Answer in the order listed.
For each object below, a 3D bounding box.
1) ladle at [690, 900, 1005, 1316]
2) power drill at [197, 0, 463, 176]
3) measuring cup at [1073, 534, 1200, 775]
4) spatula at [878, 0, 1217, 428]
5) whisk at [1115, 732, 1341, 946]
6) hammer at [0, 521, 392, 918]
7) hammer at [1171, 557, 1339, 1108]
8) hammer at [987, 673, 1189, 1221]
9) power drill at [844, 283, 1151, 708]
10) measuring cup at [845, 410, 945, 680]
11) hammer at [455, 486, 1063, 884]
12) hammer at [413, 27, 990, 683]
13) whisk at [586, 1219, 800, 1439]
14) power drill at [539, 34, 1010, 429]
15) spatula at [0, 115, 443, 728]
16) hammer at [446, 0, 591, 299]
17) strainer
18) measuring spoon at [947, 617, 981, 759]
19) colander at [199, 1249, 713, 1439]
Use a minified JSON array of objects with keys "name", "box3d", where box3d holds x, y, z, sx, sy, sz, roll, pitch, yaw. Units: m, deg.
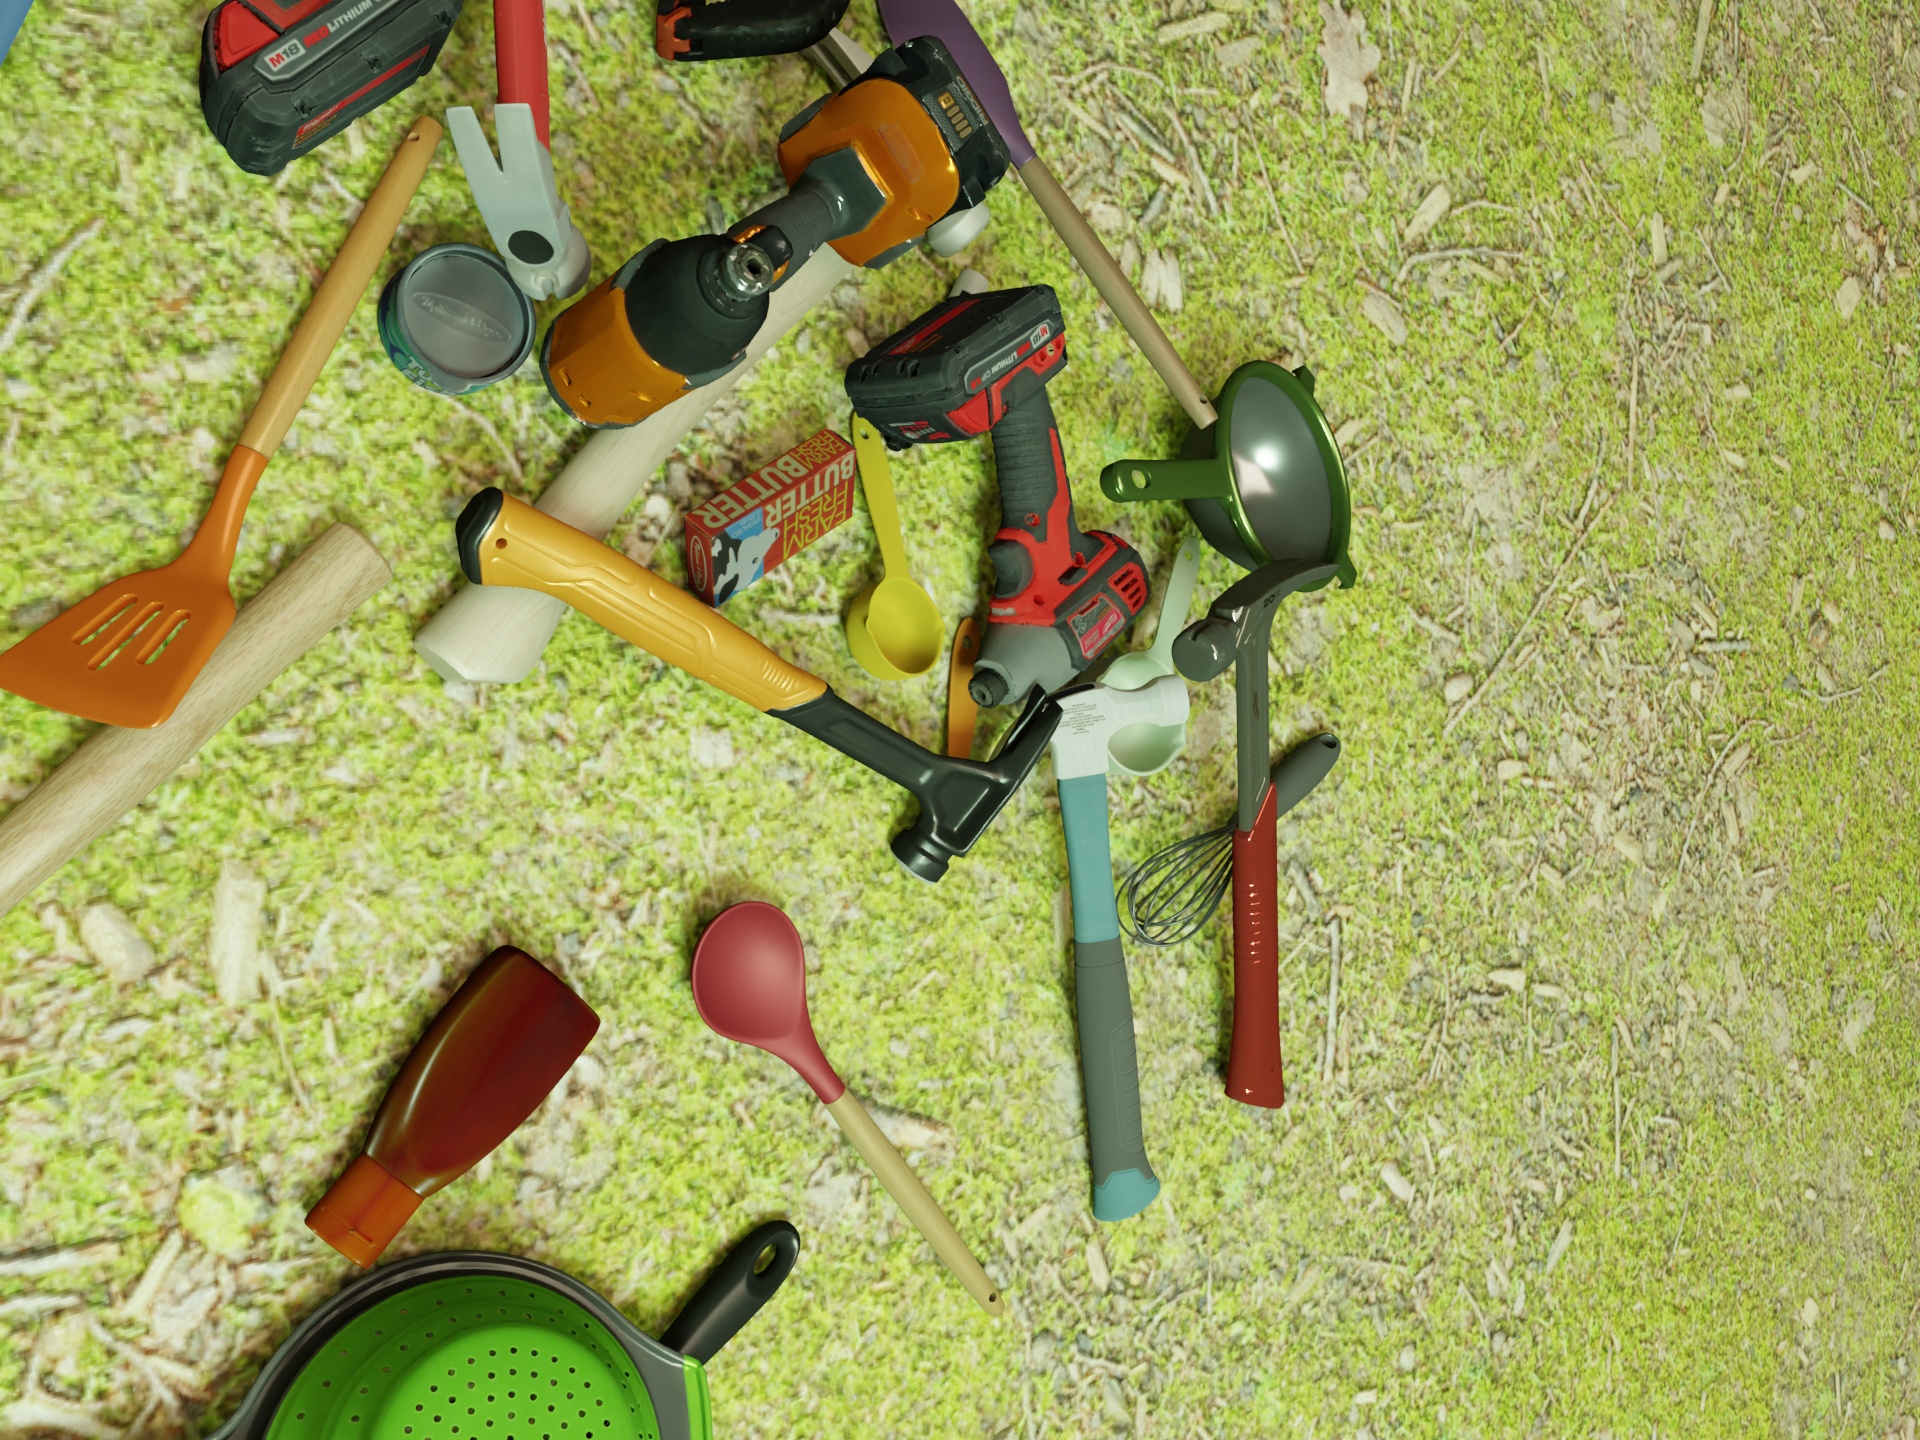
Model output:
[{"name":"ladle","box3d":[-0.055,0.223,0.876,0.069,0.031,0.315,-43,115,-26]},{"name":"power drill","box3d":[-0.341,-0.342,0.651,0.188,0.080,0.226,-44,110,-21]},{"name":"measuring cup","box3d":[0.114,-0.043,1.000,0.083,0.038,0.168,33,65,-31]},{"name":"spatula","box3d":[0.052,-0.300,0.921,0.060,0.018,0.316,-37,92,-30]},{"name":"whisk","box3d":[0.182,0.071,1.042,0.239,0.055,0.055,-37,110,-36]},{"name":"hammer","box3d":[-0.363,0.038,0.653,0.331,0.031,0.130,-50,116,-26]},{"name":"hammer","box3d":[0.187,0.083,0.985,0.149,0.037,0.358,-31,125,-44]},{"name":"hammer","box3d":[0.084,0.142,0.950,0.128,0.033,0.331,-8,101,-6]},{"name":"power drill","box3d":[0.026,-0.119,0.897,0.143,0.079,0.219,-43,123,-34]},{"name":"measuring cup","box3d":[-0.048,-0.097,0.893,0.062,0.029,0.156,-3,79,-47]},{"name":"hammer","box3d":[-0.096,-0.028,0.799,0.336,0.034,0.127,30,103,-36]},{"name":"hammer","box3d":[-0.140,-0.187,0.817,0.146,0.038,0.411,46,64,-24]},{"name":"whisk","box3d":[-0.179,0.352,0.767,0.296,0.073,0.073,-42,113,-36]},{"name":"power drill","box3d":[-0.079,-0.227,0.742,0.226,0.164,0.084,-46,111,-28]},{"name":"spatula","box3d":[-0.301,-0.141,0.693,0.081,0.041,0.323,16,71,9]},{"name":"hammer","box3d":[-0.203,-0.397,0.709,0.038,0.143,0.386,-4,80,-5]},{"name":"strainer","box3d":[0.151,-0.143,0.988,0.256,0.069,0.151,-10,88,-47]},{"name":"measuring spoon","box3d":[-0.001,-0.003,0.931,0.021,0.011,0.117,12,79,-34]},{"name":"colander","box3d":[-0.275,0.308,0.638,0.396,0.094,0.205,10,56,-26]}]
